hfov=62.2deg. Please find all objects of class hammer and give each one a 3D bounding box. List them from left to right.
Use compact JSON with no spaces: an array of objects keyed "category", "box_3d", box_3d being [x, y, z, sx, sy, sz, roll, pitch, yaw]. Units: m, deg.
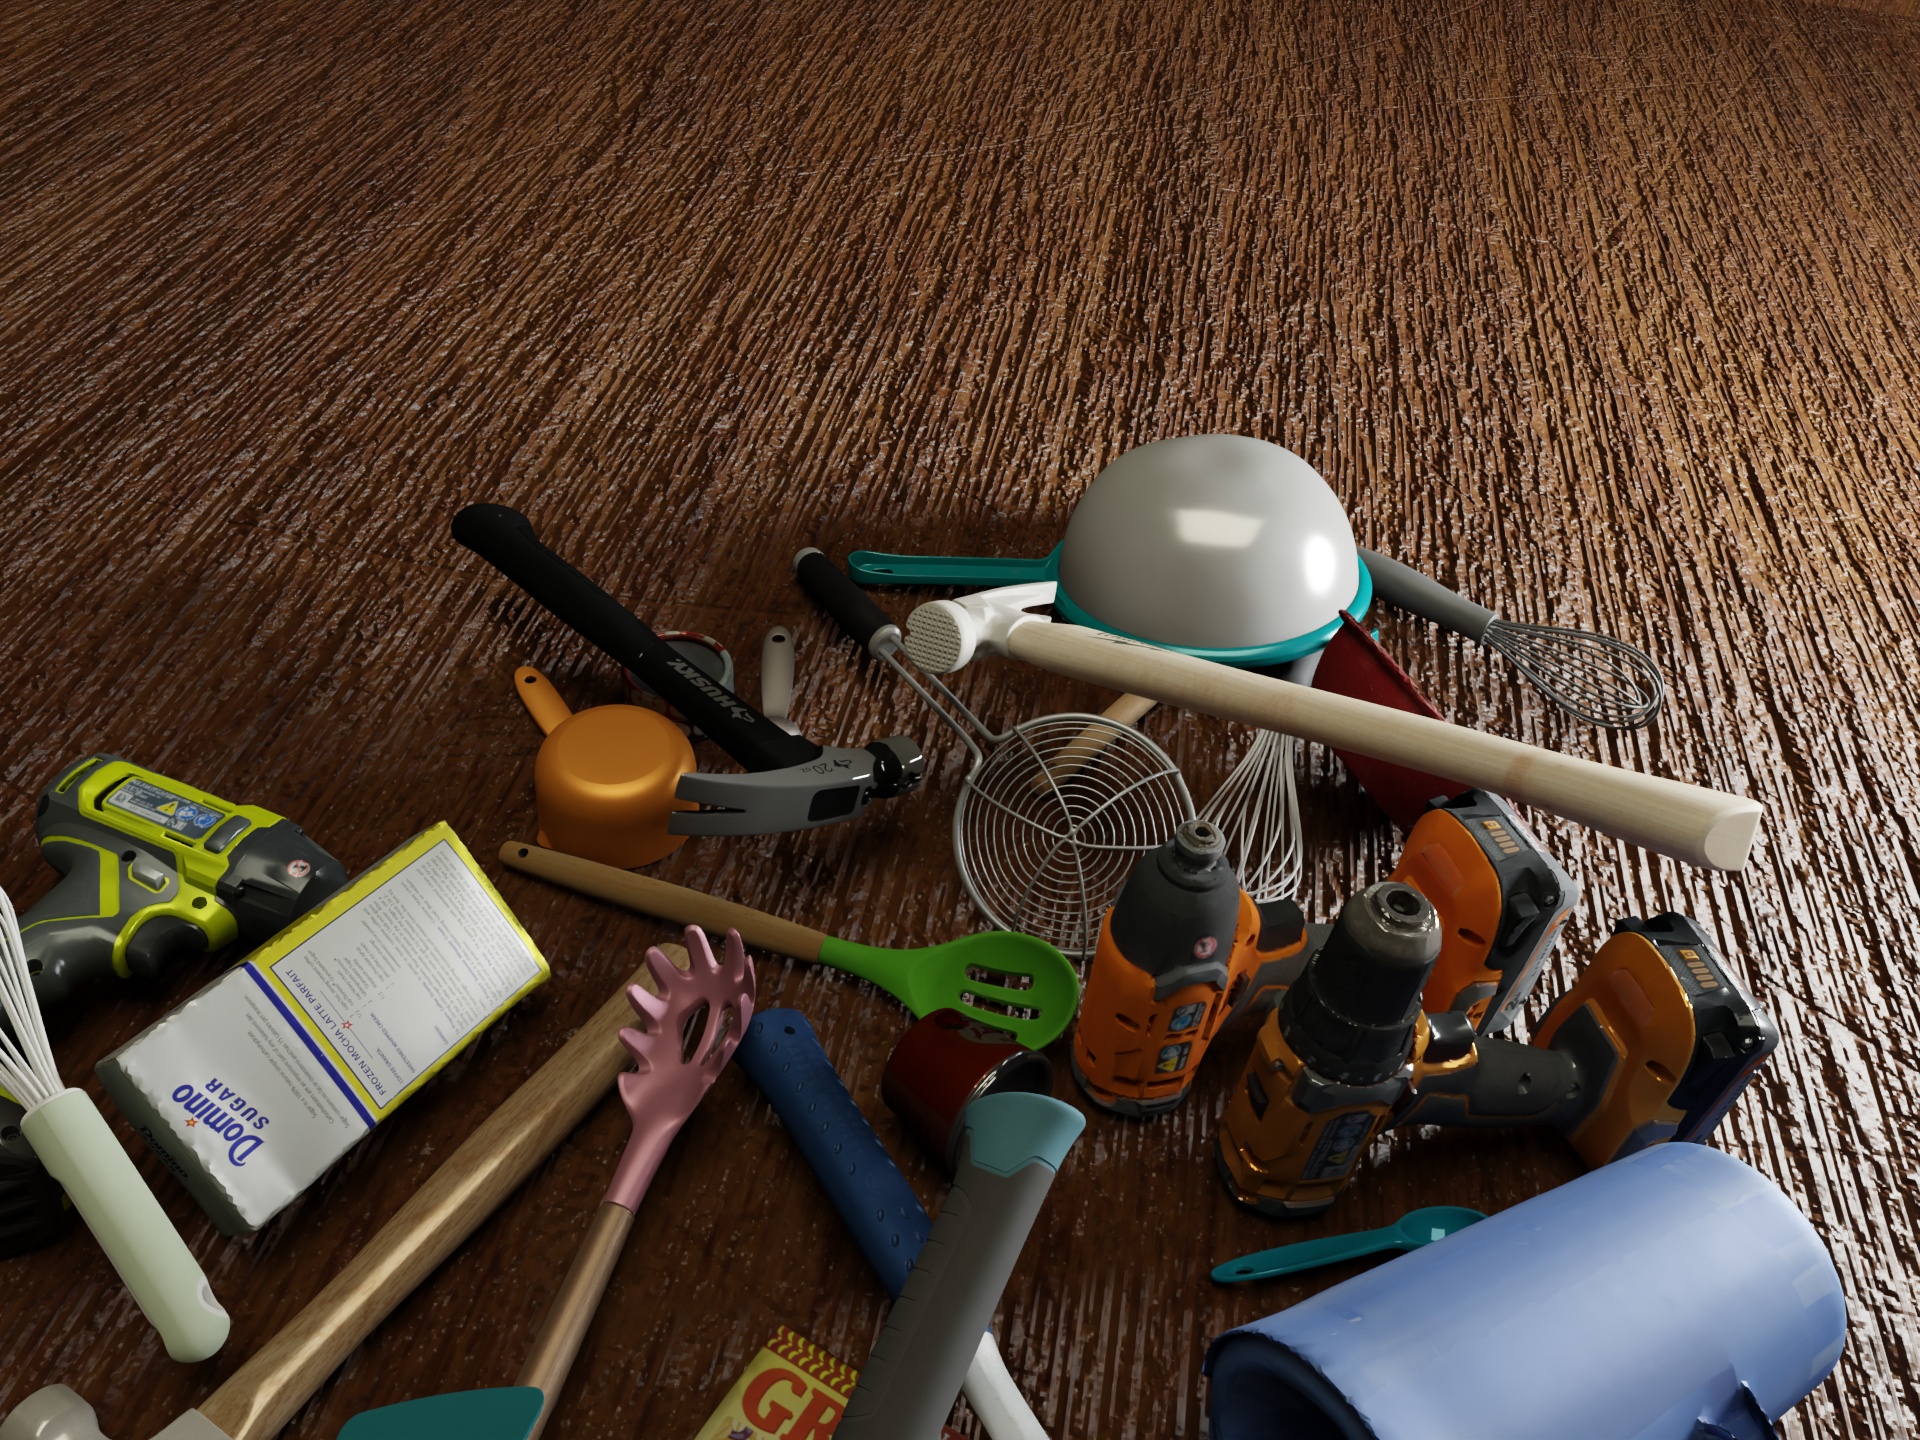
[{"category":"hammer","box_3d":[-0.217,0.210,0.675,0.130,0.031,0.331,25,45,20]},{"category":"hammer","box_3d":[-0.183,-0.038,0.882,0.335,0.035,0.146,35,31,31]},{"category":"hammer","box_3d":[-0.044,0.272,0.521,0.128,0.033,0.331,12,61,33]},{"category":"hammer","box_3d":[0.011,0.249,0.610,0.144,0.035,0.406,-3,31,-32]},{"category":"hammer","box_3d":[0.180,-0.005,0.803,0.411,0.038,0.146,17,18,26]}]

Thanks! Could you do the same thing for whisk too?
[{"category":"whisk","box_3d":[-0.359,0.146,0.620,0.059,0.057,0.246,-37,79,-16]},{"category":"whisk","box_3d":[0.179,0.020,0.920,0.070,0.070,0.285,16,39,10]},{"category":"whisk","box_3d":[0.344,-0.062,1.035,0.239,0.055,0.055,32,48,32]}]

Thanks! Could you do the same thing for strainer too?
[{"category":"strainer","box_3d":[0.096,-0.127,1.021,0.340,0.095,0.211,1,35,2]}]

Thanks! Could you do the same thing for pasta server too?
[{"category":"pasta server","box_3d":[-0.154,0.221,0.648,0.060,0.040,0.316,2,46,22]}]

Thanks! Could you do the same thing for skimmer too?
[{"category":"skimmer","box_3d":[-0.001,-0.003,0.926,0.127,0.090,0.364,-47,41,3]}]

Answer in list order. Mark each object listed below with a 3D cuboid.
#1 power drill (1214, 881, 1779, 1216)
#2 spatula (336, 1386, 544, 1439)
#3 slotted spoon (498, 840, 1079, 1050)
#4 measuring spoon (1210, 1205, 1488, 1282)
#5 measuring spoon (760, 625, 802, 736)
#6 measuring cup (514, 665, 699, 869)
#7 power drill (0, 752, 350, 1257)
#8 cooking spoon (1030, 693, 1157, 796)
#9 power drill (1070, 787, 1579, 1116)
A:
[{"category":"power drill","box_3d":[0.238,0.138,0.702,0.226,0.185,0.084,-2,41,-14]},{"category":"spatula","box_3d":[-0.180,0.368,0.479,0.082,0.044,0.318,-12,56,10]},{"category":"slotted spoon","box_3d":[-0.092,0.108,0.807,0.314,0.031,0.070,15,59,12]},{"category":"measuring spoon","box_3d":[0.174,0.241,0.703,0.128,0.021,0.042,-9,6,-5]},{"category":"measuring spoon","box_3d":[-0.111,-0.022,0.954,0.034,0.018,0.124,1,42,-6]},{"category":"measuring cup","box_3d":[-0.210,0.006,0.883,0.095,0.052,0.174,-22,51,-28]},{"category":"power drill","box_3d":[-0.393,0.118,0.722,0.171,0.080,0.223,20,41,8]},{"category":"cooking spoon","box_3d":[0.144,-0.041,1.003,0.069,0.017,0.319,22,44,33]},{"category":"power drill","box_3d":[0.169,0.099,0.750,0.226,0.164,0.084,-8,42,-18]}]
